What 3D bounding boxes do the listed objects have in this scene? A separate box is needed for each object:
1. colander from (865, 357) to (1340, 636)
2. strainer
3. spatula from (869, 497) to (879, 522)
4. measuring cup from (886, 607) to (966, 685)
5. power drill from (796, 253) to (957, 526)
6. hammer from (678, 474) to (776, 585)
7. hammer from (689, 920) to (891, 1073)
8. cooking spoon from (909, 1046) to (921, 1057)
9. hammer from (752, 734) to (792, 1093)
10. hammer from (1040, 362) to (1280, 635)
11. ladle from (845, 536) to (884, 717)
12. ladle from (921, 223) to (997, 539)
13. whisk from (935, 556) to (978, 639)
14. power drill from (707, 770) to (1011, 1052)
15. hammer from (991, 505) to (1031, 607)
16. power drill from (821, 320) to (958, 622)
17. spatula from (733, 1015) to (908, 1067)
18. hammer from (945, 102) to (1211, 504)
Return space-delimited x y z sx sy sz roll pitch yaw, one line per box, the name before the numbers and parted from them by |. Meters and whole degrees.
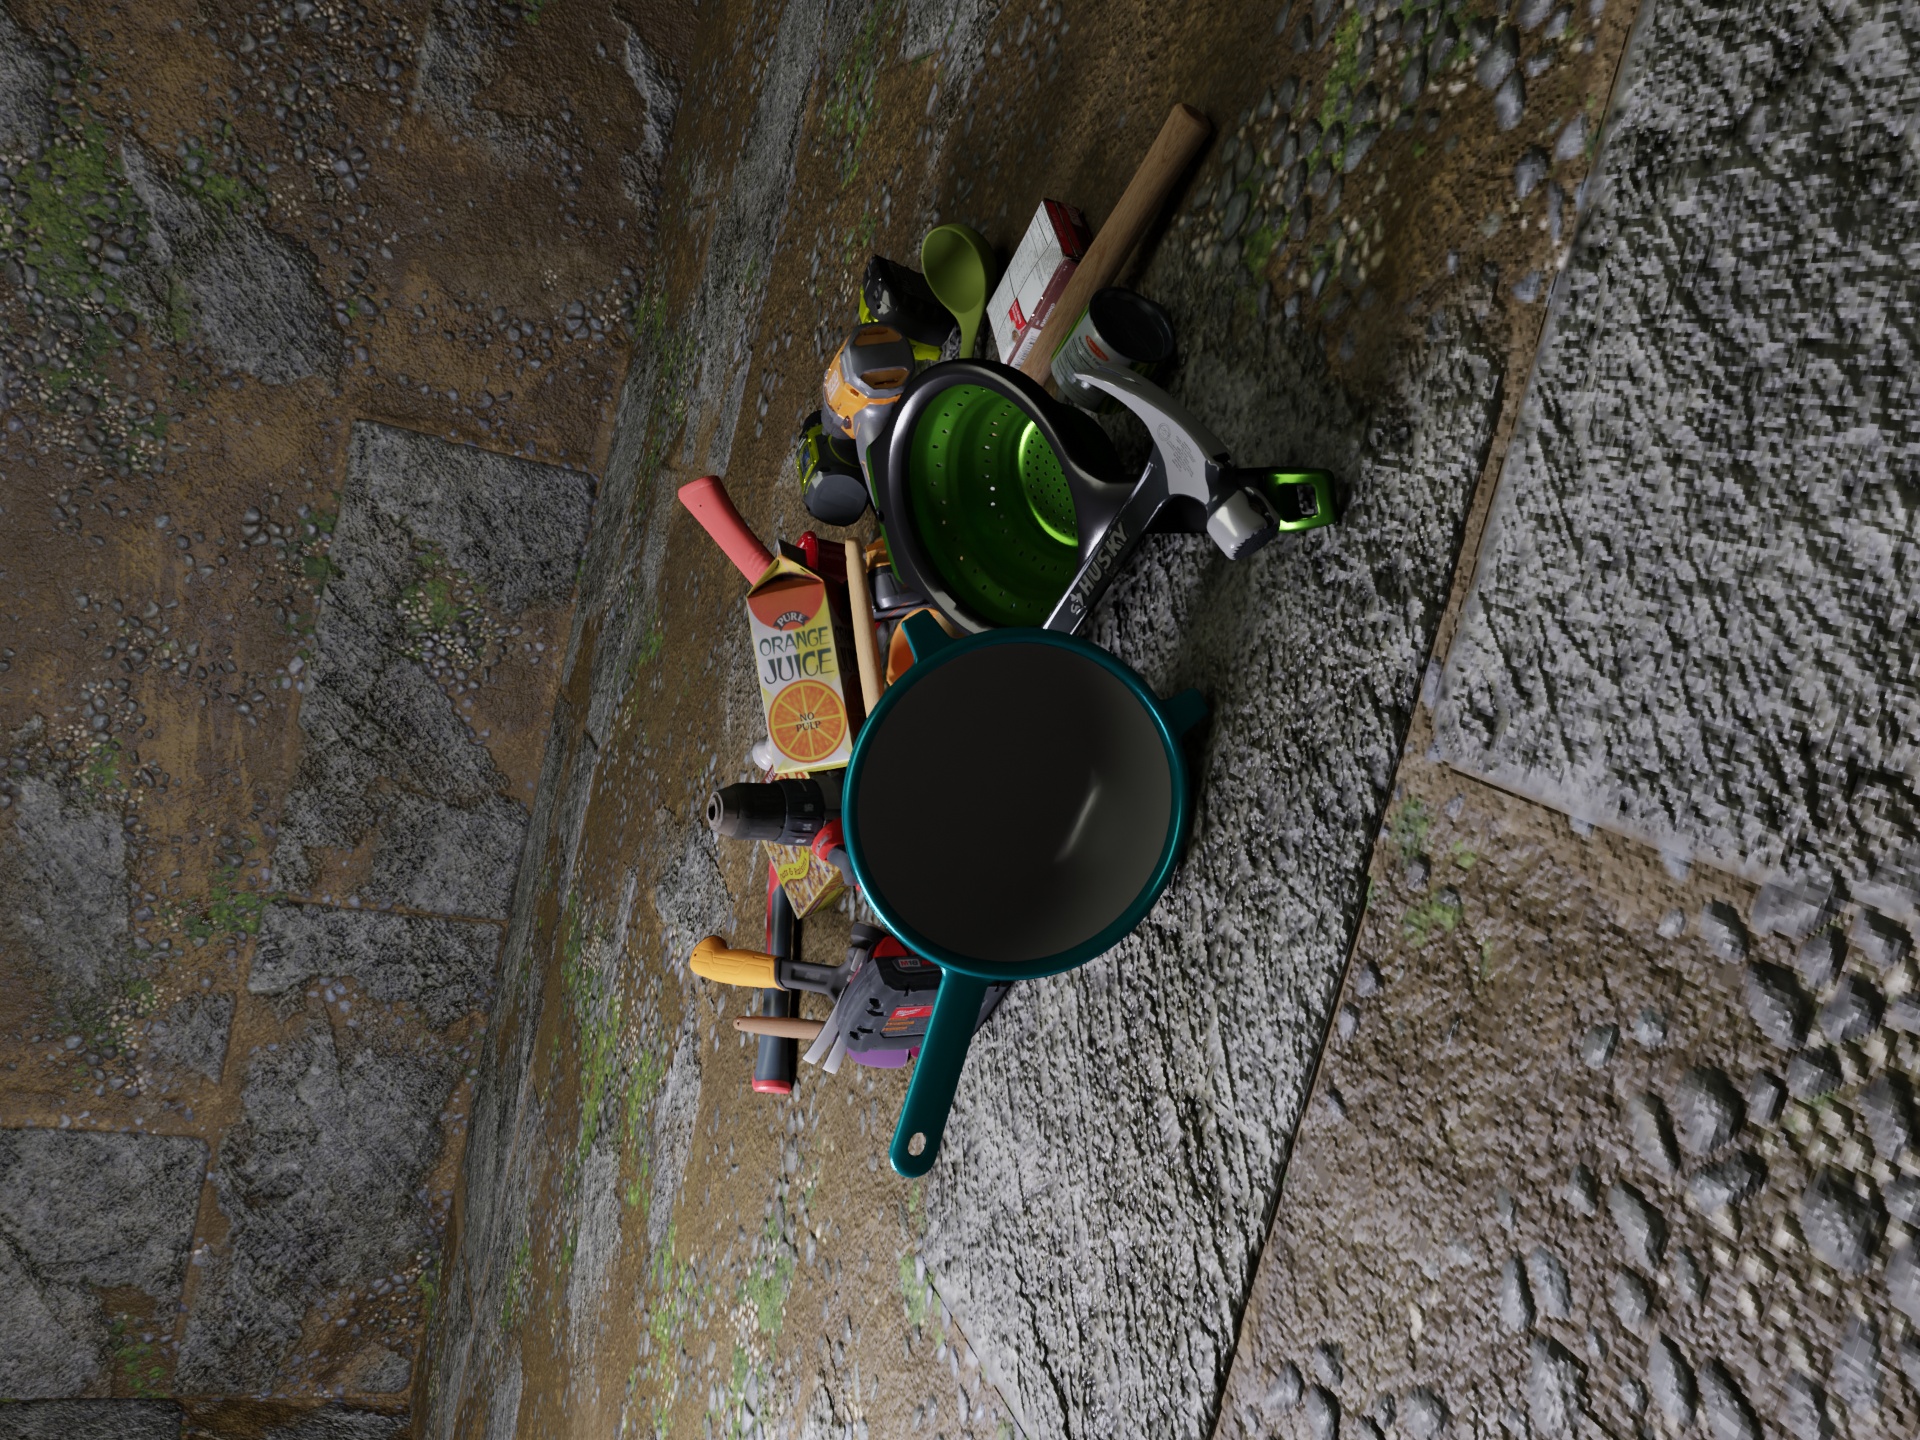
colander | 0.099 -0.149 1.035 0.397 0.094 0.204 7 116 49
strainer | 0.009 0.107 0.981 0.095 0.211 0.340 -145 71 -76
spatula | -0.087 -0.215 1.537 0.082 0.044 0.318 -54 30 20
measuring cup | -0.002 -0.004 1.251 0.095 0.052 0.174 -18 81 47
power drill | -0.093 -0.319 1.522 0.228 0.080 0.191 -61 23 25
hammer | -0.154 -0.096 1.454 0.359 0.036 0.149 48 130 27
hammer | -0.176 0.240 1.472 0.337 0.034 0.127 -6 58 58
cooking spoon | -0.015 0.108 1.270 0.069 0.017 0.319 -15 67 55
hammer | -0.173 0.172 1.581 0.143 0.038 0.387 -39 46 54
hammer | 0.055 -0.055 1.030 0.149 0.036 0.408 56 143 17
ladle | -0.068 0.003 1.292 0.069 0.031 0.315 -114 17 -67
ladle | -0.009 -0.271 1.371 0.078 0.062 0.320 -7 77 54
whisk | -0.027 -0.032 1.184 0.047 0.051 0.245 99 -169 -72
power drill | -0.077 0.128 1.174 0.080 0.187 0.227 -60 40 36
hammer | 0.046 -0.098 1.199 0.128 0.033 0.331 -51 36 46
power drill | -0.069 -0.198 1.330 0.185 0.084 0.226 160 99 -74
spatula | -0.127 0.273 1.415 0.316 0.018 0.060 -13 66 55
hammer | 0.080 -0.294 1.161 0.331 0.031 0.130 -55 33 33
